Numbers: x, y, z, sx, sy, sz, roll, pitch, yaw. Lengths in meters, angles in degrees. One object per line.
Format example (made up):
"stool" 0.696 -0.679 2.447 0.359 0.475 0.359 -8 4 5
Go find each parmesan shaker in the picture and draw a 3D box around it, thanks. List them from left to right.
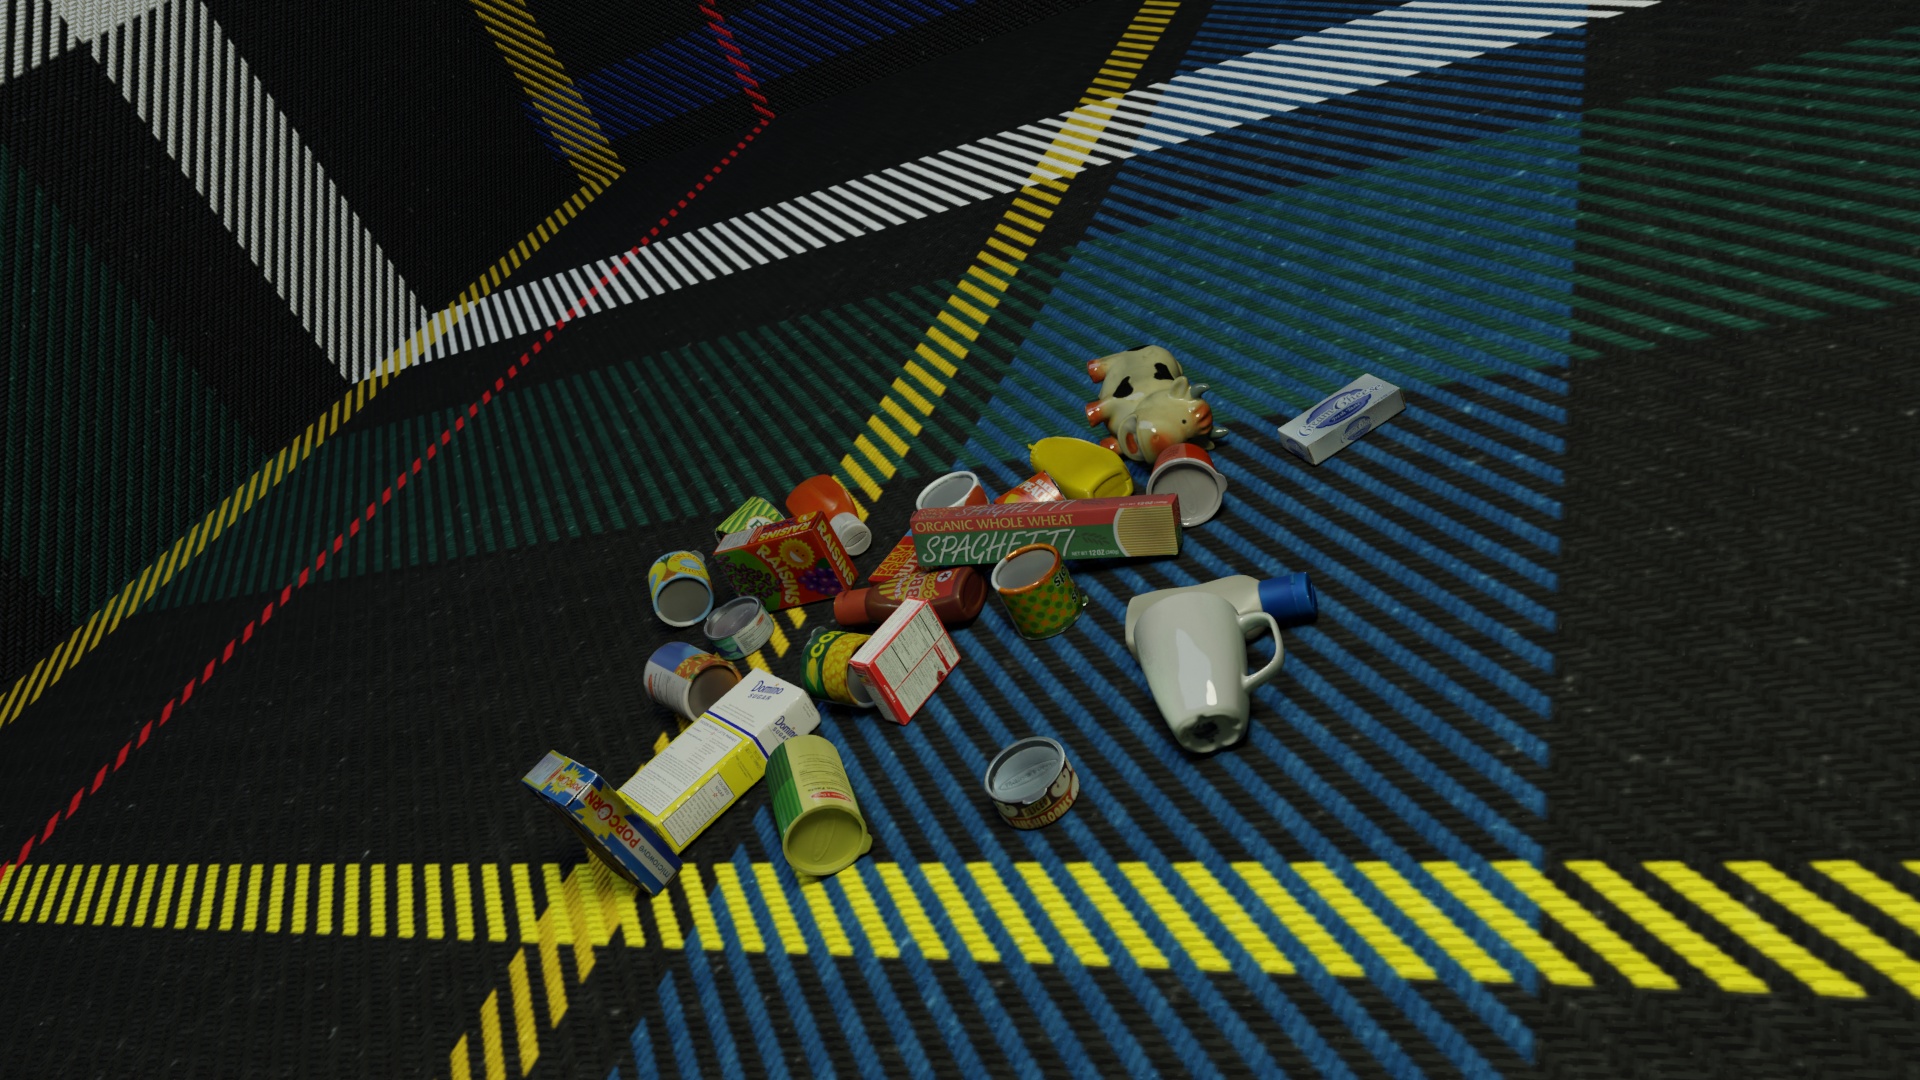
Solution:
"parmesan shaker" -0.116 0.212 1.119 0.071 0.071 0.103 -30 29 -2

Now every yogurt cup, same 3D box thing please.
"yogurt cup" 0.203 -0.053 1.259 0.072 0.072 0.054 -19 23 16

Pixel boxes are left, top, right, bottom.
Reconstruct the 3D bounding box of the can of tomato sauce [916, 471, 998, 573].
"can of tomato sauce" 0.005 -0.017 1.347 0.071 0.082 0.071 -21 31 13

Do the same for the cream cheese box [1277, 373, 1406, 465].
"cream cheese box" 0.346 -0.111 1.265 0.104 0.024 0.053 -32 29 -6

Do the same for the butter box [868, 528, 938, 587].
"butter box" -0.043 0.015 1.397 0.053 0.024 0.104 1 41 42

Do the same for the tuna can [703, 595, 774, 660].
"tuna can" -0.229 0.090 1.428 0.071 0.032 0.071 -21 31 13

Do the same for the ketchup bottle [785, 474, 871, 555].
"ketchup bottle" -0.141 -0.026 1.522 0.065 0.043 0.149 -35 31 -10

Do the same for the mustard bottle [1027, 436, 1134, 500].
"mustard bottle" 0.109 -0.072 1.379 0.065 0.048 0.160 -33 30 -11

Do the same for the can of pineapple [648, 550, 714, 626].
"can of pineapple" -0.304 0.051 1.515 0.071 0.070 0.058 -30 31 -2

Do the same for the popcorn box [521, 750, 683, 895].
"popcorn box" -0.300 0.238 1.167 0.085 0.126 0.038 11 52 48

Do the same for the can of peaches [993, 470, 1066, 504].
"can of peaches" 0.071 -0.026 1.318 0.058 0.071 0.071 -31 30 -2

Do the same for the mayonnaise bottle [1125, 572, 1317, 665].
"mayonnaise bottle" 0.207 0.058 1.107 0.148 0.041 0.065 -14 35 22

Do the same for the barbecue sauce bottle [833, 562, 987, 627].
"barbecue sauce bottle" -0.050 0.058 1.319 0.148 0.043 0.065 -10 31 30

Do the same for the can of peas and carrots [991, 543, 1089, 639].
"can of peas and carrots" 0.070 0.044 1.224 0.071 0.058 0.071 -21 31 13

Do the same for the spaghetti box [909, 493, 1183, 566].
"spaghetti box" 0.074 -0.008 1.261 0.250 0.050 0.029 -3 22 19

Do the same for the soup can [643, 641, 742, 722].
"soup can" -0.256 0.138 1.346 0.071 0.071 0.084 -44 34 -25

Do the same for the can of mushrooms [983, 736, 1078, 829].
"can of mushrooms" 0.054 0.184 1.047 0.071 0.033 0.071 -20 30 13

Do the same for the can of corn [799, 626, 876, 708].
"can of corn" -0.102 0.113 1.249 0.058 0.071 0.071 3 43 42

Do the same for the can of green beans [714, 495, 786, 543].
"can of green beans" -0.230 -0.007 1.544 0.058 0.071 0.071 -45 33 -25

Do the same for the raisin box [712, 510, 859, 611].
"raisin box" -0.180 0.024 1.435 0.123 0.085 0.040 -13 28 25
